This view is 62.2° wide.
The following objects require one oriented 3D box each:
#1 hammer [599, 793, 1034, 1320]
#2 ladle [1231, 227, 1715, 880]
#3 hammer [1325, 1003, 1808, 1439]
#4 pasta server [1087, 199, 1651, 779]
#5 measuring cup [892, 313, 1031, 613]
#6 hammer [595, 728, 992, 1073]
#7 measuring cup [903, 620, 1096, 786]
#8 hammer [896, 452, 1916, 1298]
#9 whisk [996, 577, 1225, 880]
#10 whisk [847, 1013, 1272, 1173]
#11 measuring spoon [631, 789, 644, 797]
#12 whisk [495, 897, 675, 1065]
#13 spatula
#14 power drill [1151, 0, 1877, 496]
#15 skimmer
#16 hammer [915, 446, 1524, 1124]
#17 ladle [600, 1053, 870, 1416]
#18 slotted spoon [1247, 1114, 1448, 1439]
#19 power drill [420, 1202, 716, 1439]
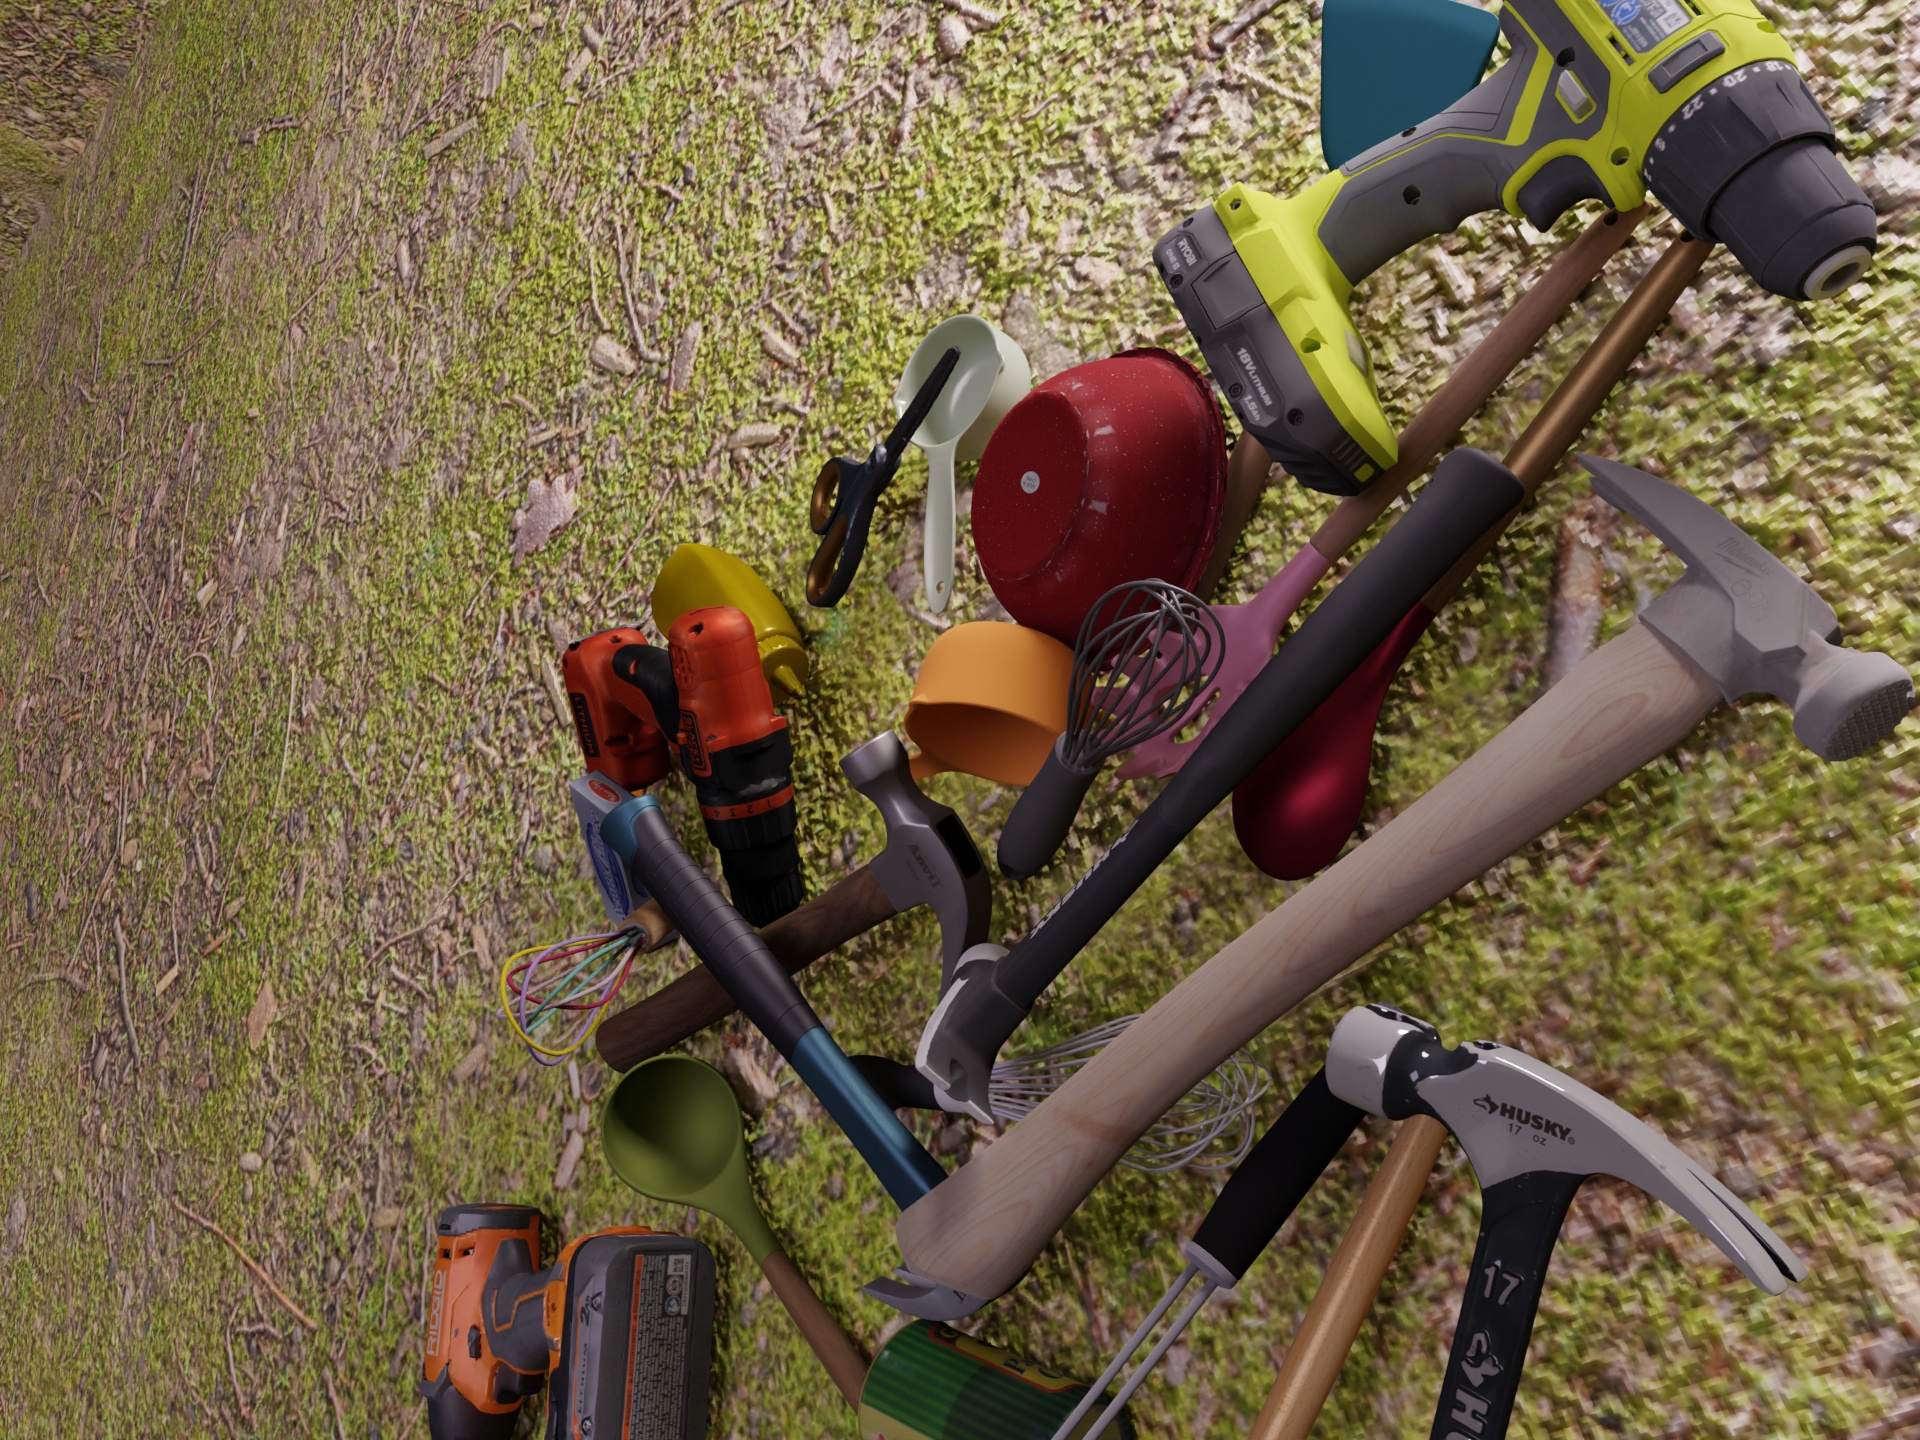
[{"bbox_3d":[-0.081,0.147,0.770,0.331,0.033,0.128,44,130,31],"label":"hammer"},{"bbox_3d":[0.204,-0.067,0.643,0.315,0.031,0.069,-56,43,14],"label":"ladle"},{"bbox_3d":[0.149,0.309,0.511,0.149,0.036,0.409,16,98,44],"label":"hammer"},{"bbox_3d":[0.170,-0.094,0.677,0.316,0.040,0.060,-50,60,20],"label":"pasta server"},{"bbox_3d":[0.002,-0.134,0.855,0.083,0.038,0.168,-10,73,43],"label":"measuring cup"},{"bbox_3d":[-0.103,0.129,0.850,0.331,0.031,0.130,-35,88,41],"label":"hammer"},{"bbox_3d":[-0.001,-0.003,0.793,0.173,0.095,0.052,-17,50,56],"label":"measuring cup"},{"bbox_3d":[0.130,0.074,0.601,0.410,0.038,0.146,-41,49,11],"label":"hammer"},{"bbox_3d":[0.054,0.015,0.684,0.238,0.055,0.055,115,148,-57],"label":"whisk"},{"bbox_3d":[0.023,0.169,0.728,0.284,0.070,0.070,-13,69,48],"label":"whisk"},{"bbox_3d":[-0.213,0.075,1.017,0.021,0.011,0.117,-11,70,42],"label":"measuring spoon"},{"bbox_3d":[-0.181,0.117,0.838,0.047,0.245,0.051,29,103,4],"label":"whisk"},{"bbox_3d":[0.145,-0.164,0.718,0.082,0.044,0.317,26,98,28],"label":"spatula"},{"bbox_3d":[0.206,-0.190,0.615,0.228,0.080,0.191,-33,61,23],"label":"power drill"},{"bbox_3d":[0.065,0.264,0.602,0.363,0.090,0.127,-48,47,-12],"label":"skimmer"},{"bbox_3d":[0.095,0.027,0.634,0.035,0.146,0.334,40,107,-2],"label":"hammer"},{"bbox_3d":[-0.086,0.286,0.795,0.078,0.062,0.320,-44,49,-6],"label":"ladle"},{"bbox_3d":[0.115,0.266,0.578,0.070,0.031,0.314,12,71,61],"label":"slotted spoon"},{"bbox_3d":[-0.234,0.362,0.900,0.226,0.084,0.164,-14,68,46],"label":"power drill"}]
